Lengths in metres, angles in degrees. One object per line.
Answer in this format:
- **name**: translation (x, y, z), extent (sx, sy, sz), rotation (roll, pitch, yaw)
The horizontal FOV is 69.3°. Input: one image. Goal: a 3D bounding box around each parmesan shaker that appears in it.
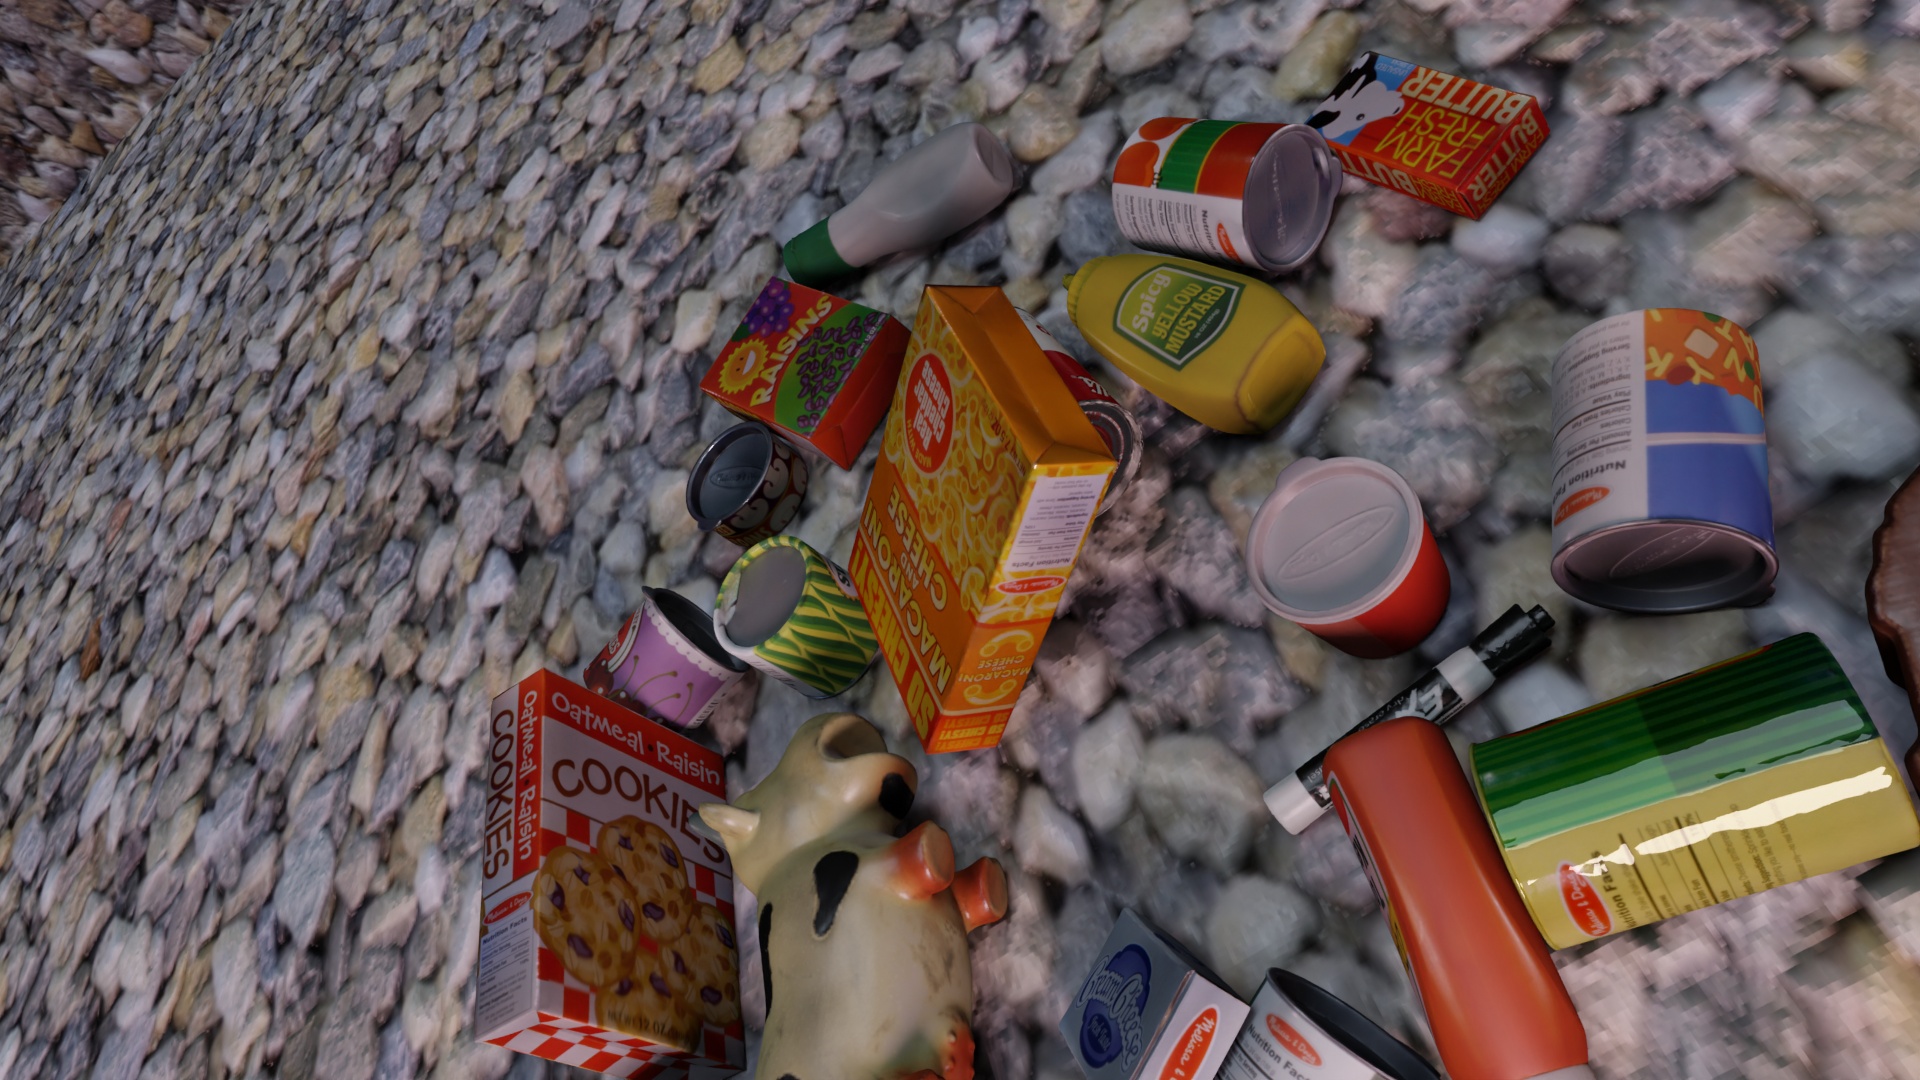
- **parmesan shaker**: translation (0.217, 0.077, 0.417), extent (0.103, 0.071, 0.071), rotation (-25, 49, 22)

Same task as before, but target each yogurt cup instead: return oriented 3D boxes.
- **yogurt cup**: translation (0.150, 0.010, 0.525), extent (0.072, 0.054, 0.073), rotation (-21, 51, 29)

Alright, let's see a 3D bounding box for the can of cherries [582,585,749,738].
- **can of cherries**: translation (-0.157, 0.066, 0.734), extent (0.058, 0.071, 0.072), rotation (-48, 43, 5)

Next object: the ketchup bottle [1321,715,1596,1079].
- **ketchup bottle**: translation (0.161, 0.131, 0.433), extent (0.043, 0.064, 0.149), rotation (-25, 57, 12)

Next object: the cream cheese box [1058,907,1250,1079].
- **cream cheese box**: translation (0.063, 0.163, 0.475), extent (0.053, 0.024, 0.103), rotation (-59, 2, -6)

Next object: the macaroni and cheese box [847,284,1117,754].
- **macaroni and cheese box**: translation (0.002, -0.008, 0.604), extent (0.124, 0.040, 0.165), rotation (-117, 34, -41)

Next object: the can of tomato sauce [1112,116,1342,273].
- **can of tomato sauce**: translation (0.124, -0.166, 0.655), extent (0.083, 0.071, 0.071), rotation (23, 79, 47)

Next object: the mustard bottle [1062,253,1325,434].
- **mustard bottle**: translation (0.093, -0.102, 0.650), extent (0.065, 0.048, 0.160), rotation (-52, 43, -3)

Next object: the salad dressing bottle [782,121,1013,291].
- **salad dressing bottle**: translation (-0.040, -0.195, 0.830), extent (0.147, 0.044, 0.064), rotation (-23, 52, 29)

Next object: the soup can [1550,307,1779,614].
- **soup can**: translation (0.238, -0.025, 0.469), extent (0.071, 0.071, 0.084), rotation (-9, 57, 36)

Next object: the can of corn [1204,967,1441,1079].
- **can of corn**: translation (0.112, 0.179, 0.436), extent (0.071, 0.071, 0.058), rotation (34, 93, 47)

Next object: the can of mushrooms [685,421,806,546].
- **can of mushrooms**: translation (-0.124, -0.030, 0.797), extent (0.071, 0.033, 0.071), rotation (-21, 51, 28)

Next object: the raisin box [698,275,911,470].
- **raisin box**: translation (-0.088, -0.101, 0.810), extent (0.123, 0.040, 0.086), rotation (26, 82, 45)

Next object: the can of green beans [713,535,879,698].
- **can of green beans**: translation (-0.081, 0.038, 0.697), extent (0.071, 0.057, 0.071), rotation (-21, 51, 29)

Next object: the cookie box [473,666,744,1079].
- **cookie box**: translation (-0.160, 0.155, 0.638), extent (0.040, 0.122, 0.168), rotation (-31, 47, 20)

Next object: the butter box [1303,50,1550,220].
- **butter box**: translation (0.207, -0.185, 0.628), extent (0.053, 0.024, 0.104), rotation (-49, 43, 2)
